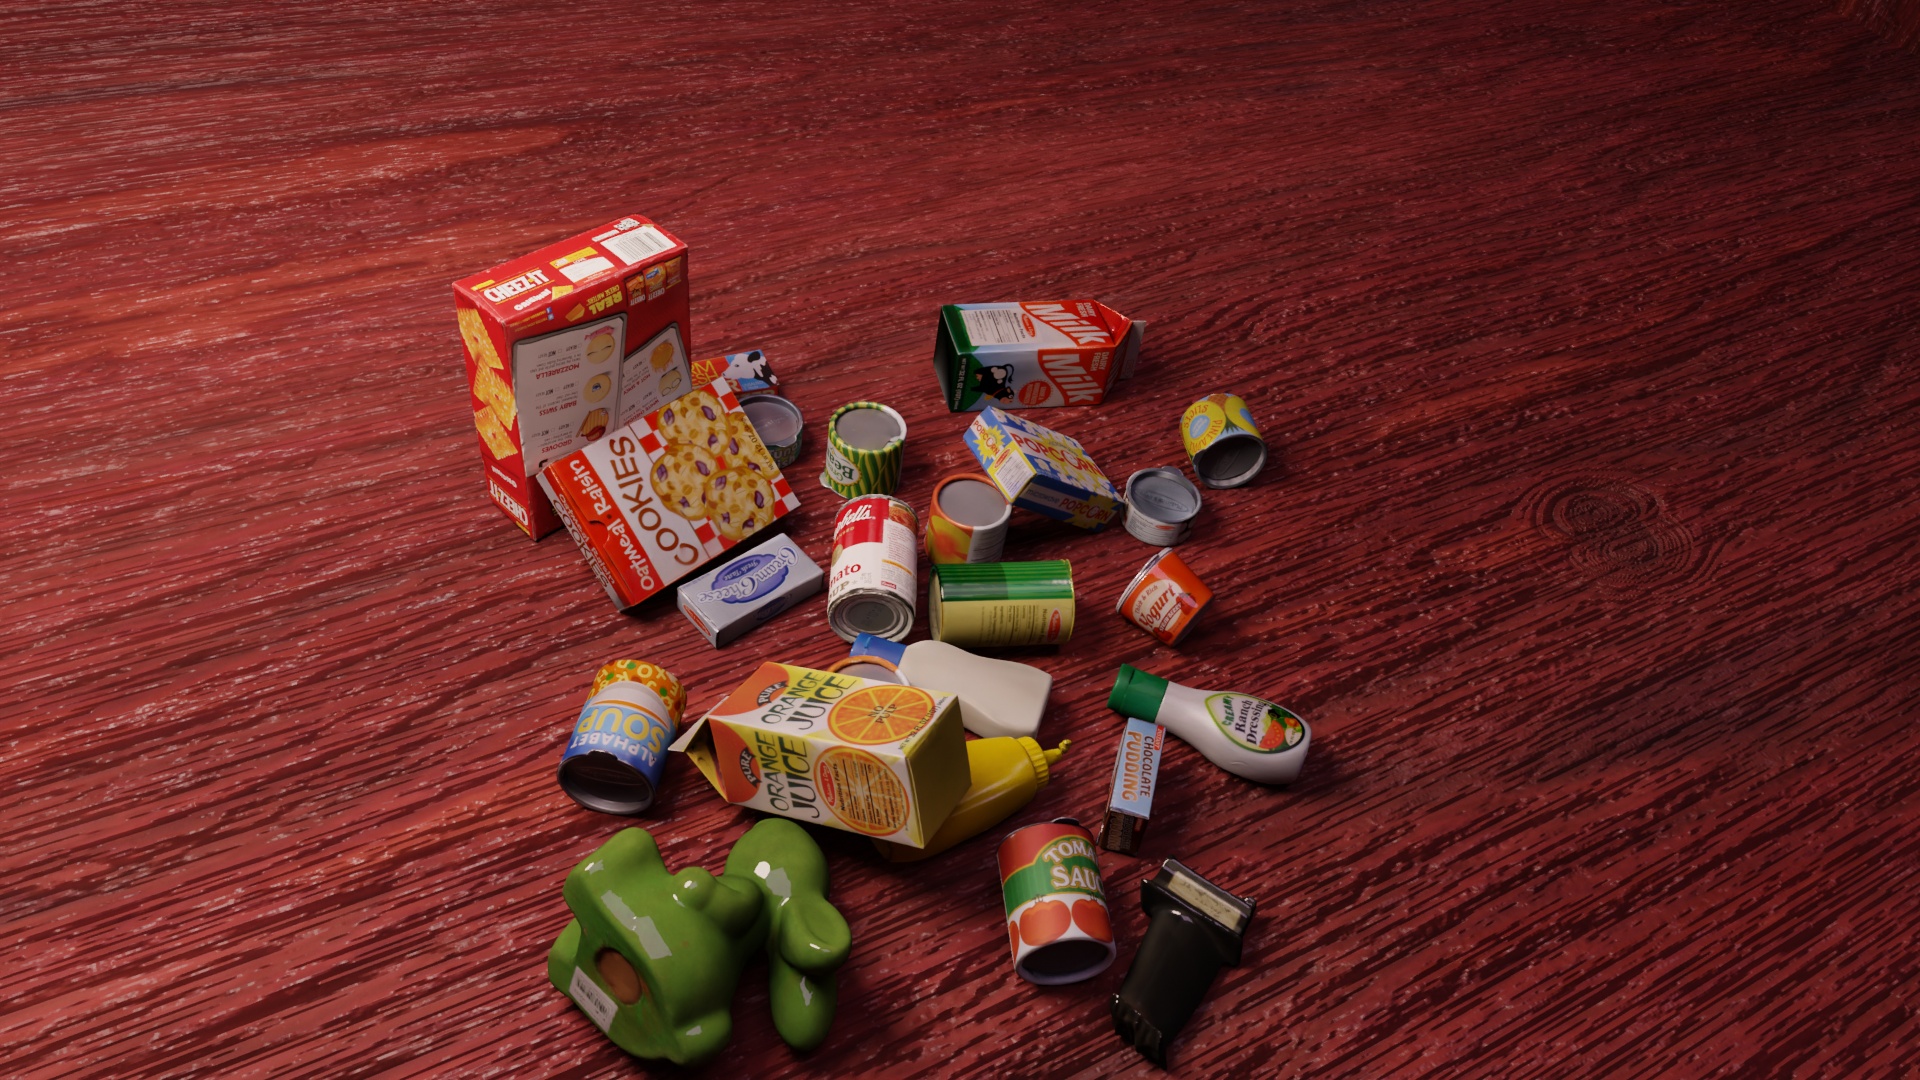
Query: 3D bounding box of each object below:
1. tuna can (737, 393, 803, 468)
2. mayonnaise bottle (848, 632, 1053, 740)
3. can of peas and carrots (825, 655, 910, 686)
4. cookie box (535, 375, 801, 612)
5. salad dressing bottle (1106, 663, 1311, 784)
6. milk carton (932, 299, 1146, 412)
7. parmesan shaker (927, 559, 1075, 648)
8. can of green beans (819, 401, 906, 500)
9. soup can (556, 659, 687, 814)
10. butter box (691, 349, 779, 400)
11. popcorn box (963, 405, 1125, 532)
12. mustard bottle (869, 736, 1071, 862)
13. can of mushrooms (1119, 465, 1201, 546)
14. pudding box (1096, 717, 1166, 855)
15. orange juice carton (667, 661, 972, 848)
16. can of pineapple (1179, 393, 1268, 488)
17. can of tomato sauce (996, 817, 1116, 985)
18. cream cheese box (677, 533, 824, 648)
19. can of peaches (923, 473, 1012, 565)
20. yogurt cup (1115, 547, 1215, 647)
[{"bbox_3d":[-0.167,-0.092,1.194,0.071,0.032,0.071,5,46,-5],"label":"tuna can"},{"bbox_3d":[-0.009,0.106,1.028,0.148,0.041,0.065,17,44,7],"label":"mayonnaise bottle"},{"bbox_3d":[-0.072,0.124,0.986,0.071,0.058,0.071,6,45,-6],"label":"can of peas and carrots"},{"bbox_3d":[-0.225,-0.038,1.084,0.168,0.040,0.123,-34,96,-35],"label":"cookie box"},{"bbox_3d":[0.184,0.134,1.035,0.148,0.043,0.064,20,45,8],"label":"salad dressing bottle"},{"bbox_3d":[0.077,-0.173,1.292,0.191,0.072,0.074,-5,48,-14],"label":"milk carton"},{"bbox_3d":[0.030,0.046,1.071,0.103,0.071,0.071,-1,47,-11],"label":"parmesan shaker"},{"bbox_3d":[-0.081,-0.076,1.177,0.071,0.057,0.071,5,46,-5],"label":"can of green beans"},{"bbox_3d":[-0.228,0.131,0.941,0.071,0.071,0.084,11,45,0],"label":"soup can"},{"bbox_3d":[-0.218,-0.137,1.234,0.104,0.024,0.053,-14,50,-23],"label":"butter box"},{"bbox_3d":[0.070,-0.058,1.160,0.127,0.038,0.085,16,32,-48],"label":"popcorn box"},{"bbox_3d":[0.011,0.170,0.963,0.161,0.048,0.065,-15,44,-24],"label":"mustard bottle"},{"bbox_3d":[0.173,-0.030,1.199,0.071,0.033,0.071,5,46,-5],"label":"can of mushrooms"},{"bbox_3d":[0.121,0.174,0.981,0.030,0.049,0.084,15,45,6],"label":"pudding box"},{"bbox_3d":[-0.096,0.135,0.911,0.193,0.072,0.072,7,29,27],"label":"orange juice carton"},{"bbox_3d":[0.234,-0.090,1.244,0.071,0.070,0.058,-2,46,-12],"label":"can of pineapple"},{"bbox_3d":[0.063,0.233,0.898,0.071,0.070,0.083,0,47,-10],"label":"can of tomato sauce"},{"bbox_3d":[-0.162,0.037,1.076,0.104,0.024,0.053,-30,58,-33],"label":"cream cheese box"},{"bbox_3d":[0.004,-0.014,1.134,0.071,0.057,0.071,6,46,-6],"label":"can of peaches"},{"bbox_3d":[0.165,0.048,1.102,0.054,0.072,0.073,41,52,16],"label":"yogurt cup"}]
